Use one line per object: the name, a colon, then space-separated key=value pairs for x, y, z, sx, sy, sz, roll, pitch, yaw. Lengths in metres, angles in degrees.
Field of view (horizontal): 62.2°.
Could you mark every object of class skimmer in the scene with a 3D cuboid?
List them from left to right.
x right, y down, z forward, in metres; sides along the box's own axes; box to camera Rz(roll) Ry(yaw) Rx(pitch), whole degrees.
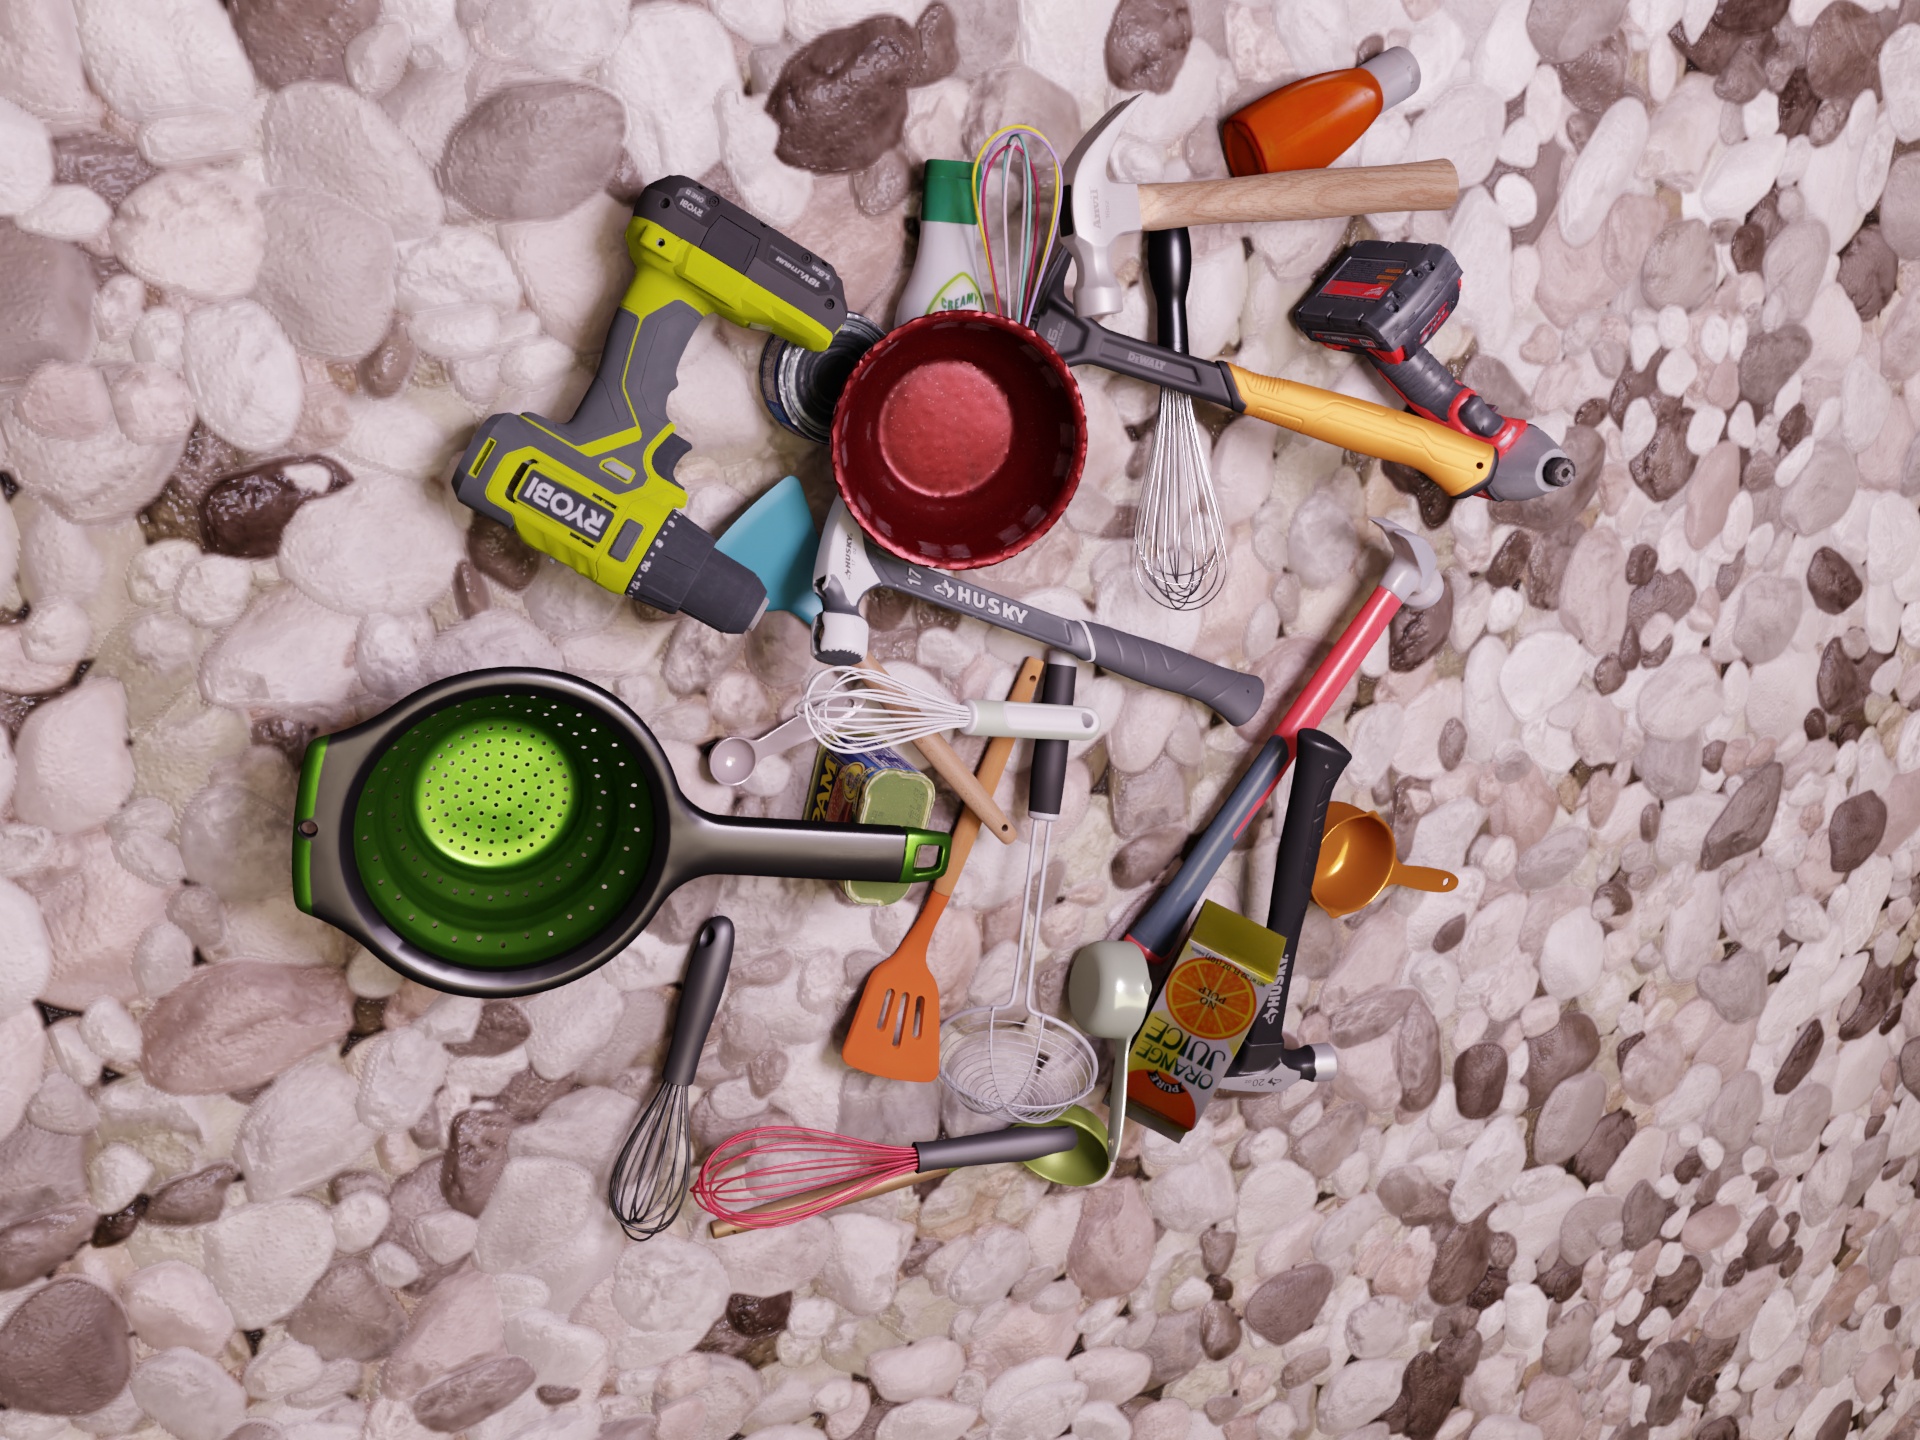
skimmer: x=0.056 y=0.129 z=1.194 sx=0.127 sy=0.090 sz=0.363 roll=7 pitch=93 yaw=7

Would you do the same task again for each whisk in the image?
whisk: x=-0.195 y=0.249 z=1.106 sx=0.055 sy=0.055 sz=0.239 roll=13 pitch=97 yaw=-30
whisk: x=-0.052 y=0.325 z=1.173 sx=0.295 sy=0.073 sz=0.073 roll=-3 pitch=108 yaw=-17
whisk: x=-0.002 y=-0.003 z=1.074 sx=0.246 sy=0.059 sz=0.058 roll=3 pitch=72 yaw=-35
whisk: x=0.030 y=-0.255 z=1.019 sx=0.047 sy=0.051 sz=0.244 roll=-16 pitch=126 yaw=-26
whisk: x=0.153 y=-0.217 z=1.122 sx=0.070 sy=0.070 sz=0.284 roll=-11 pitch=107 yaw=-24

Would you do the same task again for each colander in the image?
colander: x=-0.202 y=0.064 z=0.996 sx=0.397 sy=0.095 sz=0.204 roll=5 pitch=104 yaw=-22

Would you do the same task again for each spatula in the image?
spatula: x=-0.051 y=-0.023 z=1.078 sx=0.082 sy=0.044 sz=0.317 roll=-46 pitch=115 yaw=-14
spatula: x=-0.001 y=0.106 z=1.159 sx=0.081 sy=0.041 sz=0.322 roll=19 pitch=96 yaw=-26

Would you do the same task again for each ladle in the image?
ladle: x=-0.032 y=0.357 z=1.220 sx=0.320 sy=0.062 sz=0.078 roll=-10 pitch=129 yaw=-21

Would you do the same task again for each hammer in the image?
hammer: x=0.071 y=-0.066 z=1.121 sx=0.408 sy=0.036 sz=0.149 roll=16 pitch=67 yaw=-36
hammer: x=0.208 y=-0.228 z=1.080 sx=0.337 sy=0.034 sz=0.127 roll=17 pitch=100 yaw=-5
hammer: x=0.205 y=-0.349 z=1.054 sx=0.331 sy=0.031 sz=0.130 roll=-15 pitch=103 yaw=-28
hammer: x=0.243 y=0.022 z=1.232 sx=0.386 sy=0.038 sz=0.143 roll=-56 pitch=151 yaw=3
hammer: x=0.253 y=0.157 z=1.262 sx=0.146 sy=0.035 sz=0.334 roll=-1 pitch=118 yaw=-12

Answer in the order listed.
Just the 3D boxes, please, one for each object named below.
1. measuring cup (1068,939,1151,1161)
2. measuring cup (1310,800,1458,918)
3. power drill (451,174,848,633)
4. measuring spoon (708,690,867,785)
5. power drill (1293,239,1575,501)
measuring cup: x=0.108 y=0.251 z=1.218 sx=0.038 sy=0.083 sz=0.168 roll=11 pitch=73 yaw=-21
measuring cup: x=0.343 y=0.118 z=1.334 sx=0.173 sy=0.052 sz=0.095 roll=12 pitch=101 yaw=-32
power drill: x=-0.161 y=-0.179 z=0.935 sx=0.190 sy=0.080 sz=0.228 roll=29 pitch=92 yaw=-10
measuring spoon: x=-0.118 y=0.007 z=1.084 sx=0.124 sy=0.018 sz=0.034 roll=-27 pitch=117 yaw=-25
power drill: x=0.356 y=-0.245 z=1.166 sx=0.078 sy=0.143 sz=0.219 roll=-49 pitch=119 yaw=-1
